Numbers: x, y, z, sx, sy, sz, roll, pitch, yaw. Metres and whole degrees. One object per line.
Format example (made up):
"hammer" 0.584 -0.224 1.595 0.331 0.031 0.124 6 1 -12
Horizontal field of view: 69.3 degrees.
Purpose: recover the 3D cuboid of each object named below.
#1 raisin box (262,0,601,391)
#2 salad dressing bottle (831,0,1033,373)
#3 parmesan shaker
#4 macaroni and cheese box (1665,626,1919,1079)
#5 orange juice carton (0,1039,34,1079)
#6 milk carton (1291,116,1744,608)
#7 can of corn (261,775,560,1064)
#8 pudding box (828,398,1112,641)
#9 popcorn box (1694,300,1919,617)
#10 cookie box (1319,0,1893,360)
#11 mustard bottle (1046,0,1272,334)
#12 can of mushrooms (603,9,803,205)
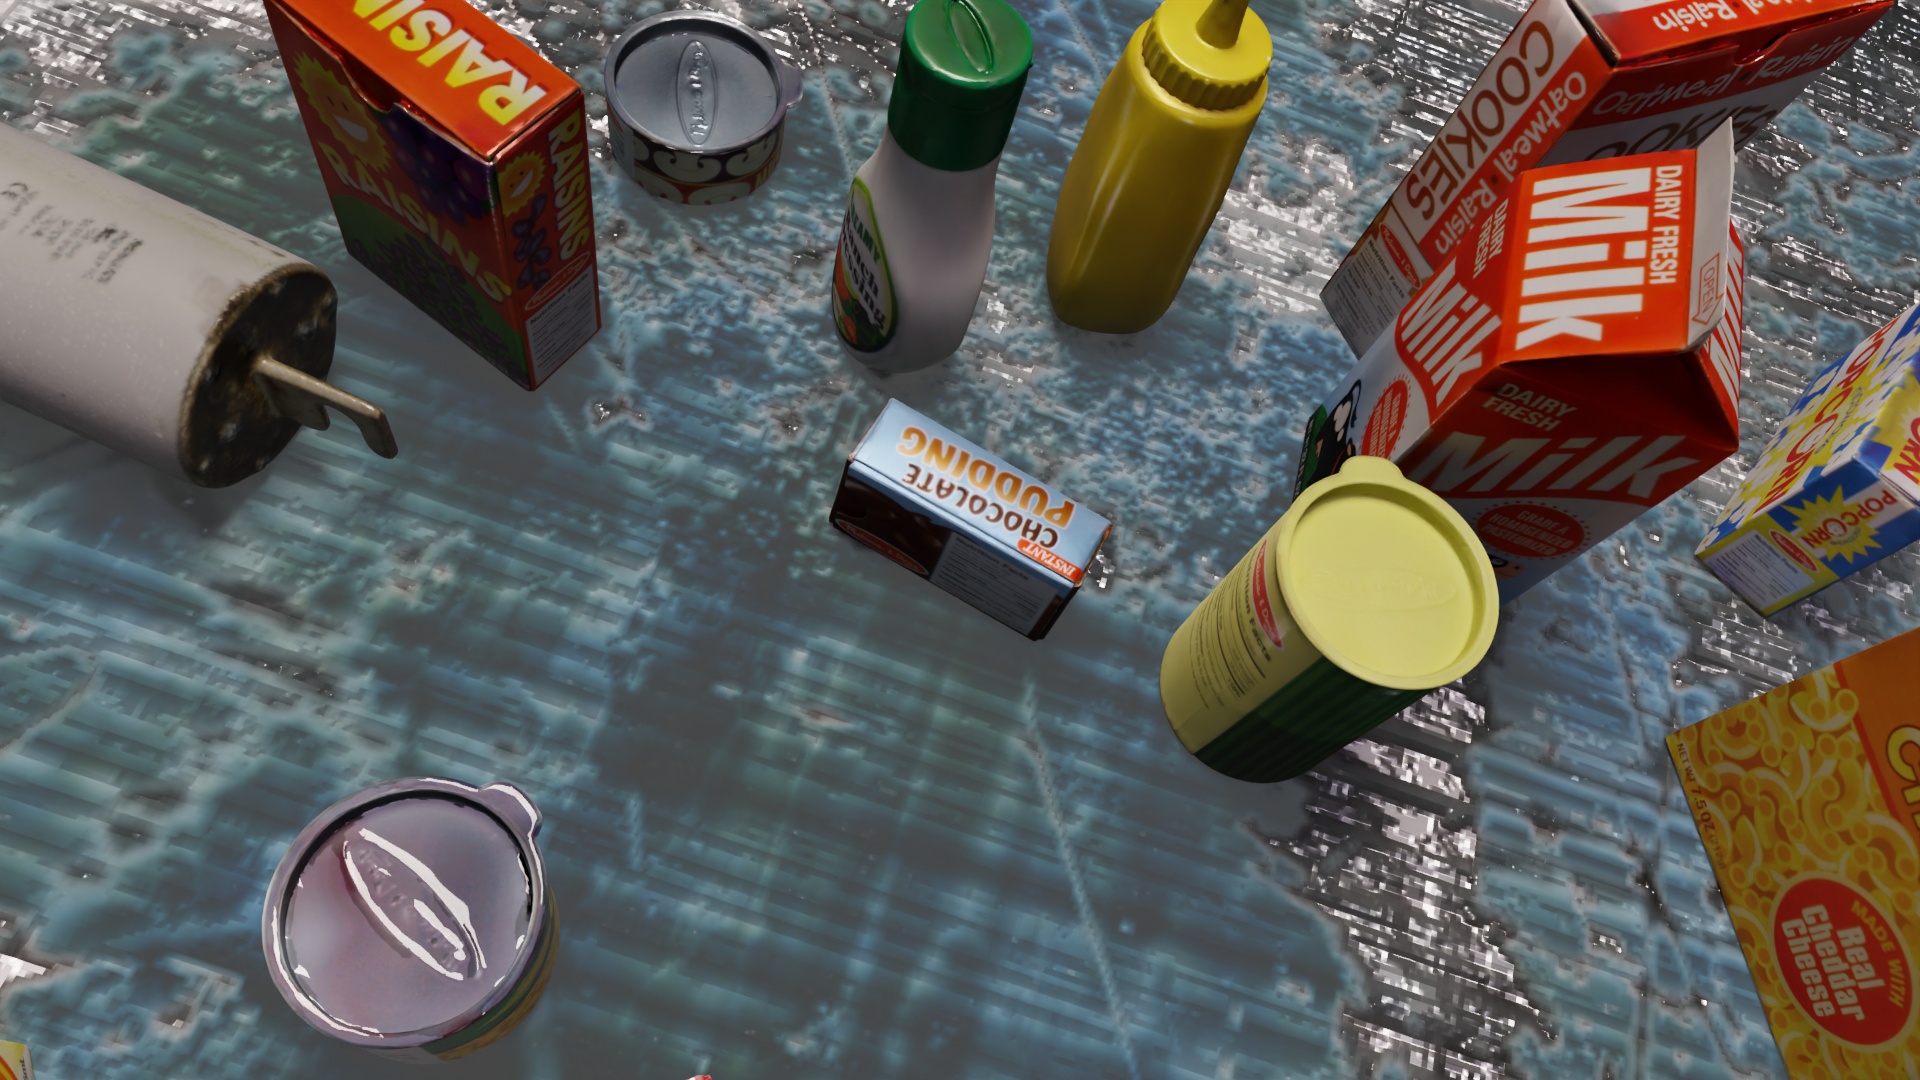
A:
"raisin box" -0.157 -0.111 0.428 0.086 0.123 0.040 38 64 6
"salad dressing bottle" -0.011 -0.109 0.446 0.044 0.147 0.064 -13 69 -17
"parmesan shaker" 0.109 0.028 0.432 0.071 0.102 0.071 5 65 -10
"macaroni and cheese box" 0.296 0.091 0.408 0.040 0.165 0.124 -4 66 -14
"orange juice carton" -0.243 0.132 0.255 0.073 0.191 0.072 -17 70 -19
"milk carton" 0.174 -0.044 0.431 0.073 0.189 0.072 19 63 -3
"can of corn" -0.140 0.100 0.368 0.071 0.058 0.071 5 64 -10
"pudding box" 0.002 -0.006 0.454 0.084 0.049 0.030 29 63 2
"popcorn box" 0.345 -0.038 0.525 0.038 0.085 0.127 42 64 8
"cookie box" 0.221 -0.135 0.498 0.123 0.166 0.040 -19 71 -20
"mustard bottle" 0.069 -0.133 0.467 0.049 0.159 0.065 7 64 -9
"can of mushrooms" -0.095 -0.160 0.515 0.071 0.033 0.071 5 64 -10
